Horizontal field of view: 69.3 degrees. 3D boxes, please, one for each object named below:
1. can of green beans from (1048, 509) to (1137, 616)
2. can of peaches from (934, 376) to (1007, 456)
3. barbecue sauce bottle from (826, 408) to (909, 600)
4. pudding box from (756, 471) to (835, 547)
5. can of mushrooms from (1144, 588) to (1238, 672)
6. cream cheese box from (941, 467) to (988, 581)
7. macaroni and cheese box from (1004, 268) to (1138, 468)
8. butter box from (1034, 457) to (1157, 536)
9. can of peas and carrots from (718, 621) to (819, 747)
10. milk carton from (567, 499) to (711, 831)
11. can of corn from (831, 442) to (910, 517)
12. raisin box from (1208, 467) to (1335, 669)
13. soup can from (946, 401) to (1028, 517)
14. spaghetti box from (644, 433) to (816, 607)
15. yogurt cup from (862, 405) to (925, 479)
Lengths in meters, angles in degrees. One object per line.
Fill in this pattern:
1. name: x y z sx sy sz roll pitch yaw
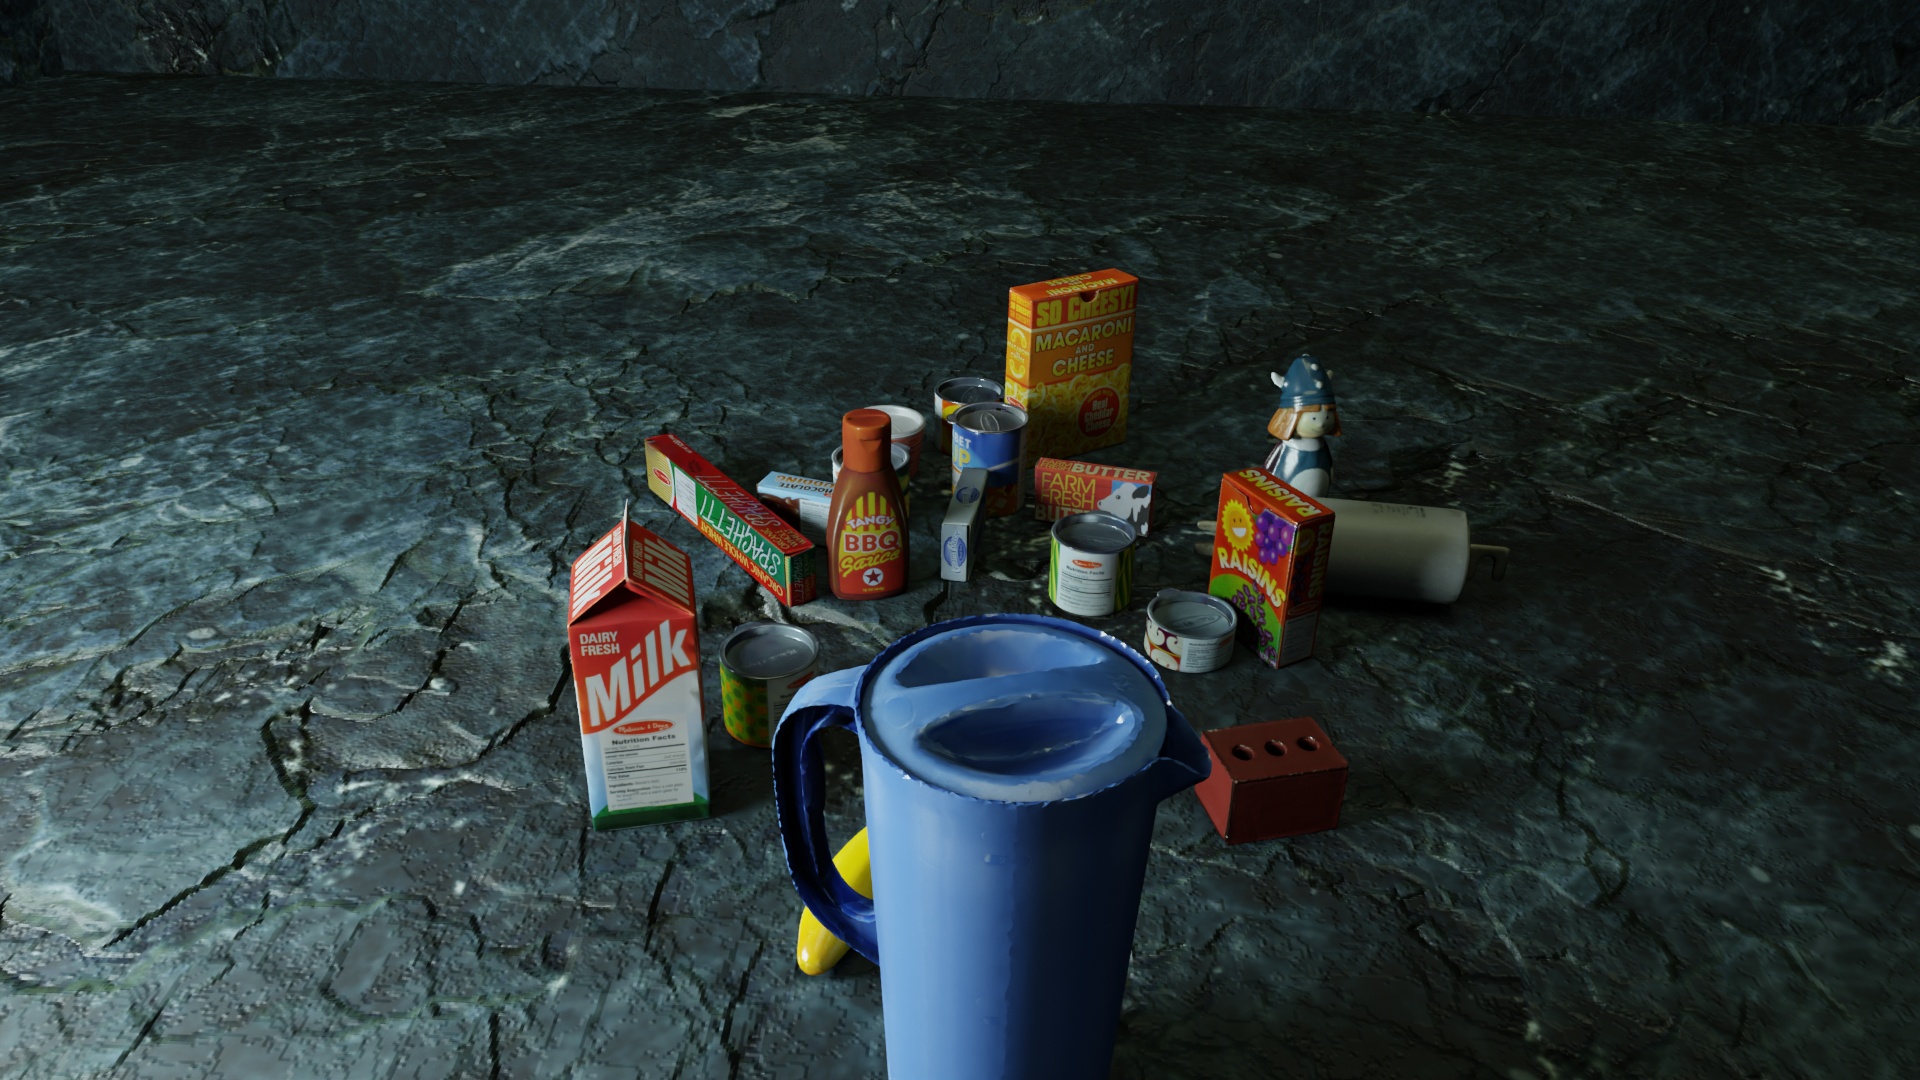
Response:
1. can of green beans: 0.103 0.018 1.086 0.071 0.057 0.071 1 29 -1
2. can of peaches: 0.010 -0.117 1.324 0.071 0.057 0.071 1 29 -1
3. barbecue sauce bottle: -0.071 -0.027 1.066 0.065 0.147 0.044 -5 29 -11
4. pudding box: -0.127 -0.025 1.160 0.084 0.049 0.030 10 30 15
5. can of mushrooms: 0.169 0.066 1.028 0.071 0.033 0.071 1 29 -1
6. cream cheese box: 0.004 -0.014 1.144 0.024 0.053 0.104 6 29 7
7. macaroni and cheese box: 0.103 -0.160 1.296 0.124 0.165 0.040 -16 34 -29
8. butter box: 0.115 -0.038 1.192 0.103 0.052 0.024 9 30 13
9. can of peas and carrots: -0.129 0.096 0.934 0.071 0.058 0.071 1 29 -1
10. milk carton: -0.193 0.075 0.834 0.073 0.189 0.072 -5 29 -11
11. can of corn: -0.075 -0.047 1.194 0.071 0.058 0.071 1 29 -1
12. raisin box: 0.226 0.019 1.024 0.040 0.122 0.086 -13 32 -25
13. soup can: 0.022 -0.071 1.216 0.071 0.083 0.072 1 29 -1
14. spaghetti box: -0.194 -0.021 1.150 0.029 0.050 0.250 -19 35 -32
15. yogurt cup: -0.066 -0.087 1.270 0.072 0.053 0.073 1 29 -1
